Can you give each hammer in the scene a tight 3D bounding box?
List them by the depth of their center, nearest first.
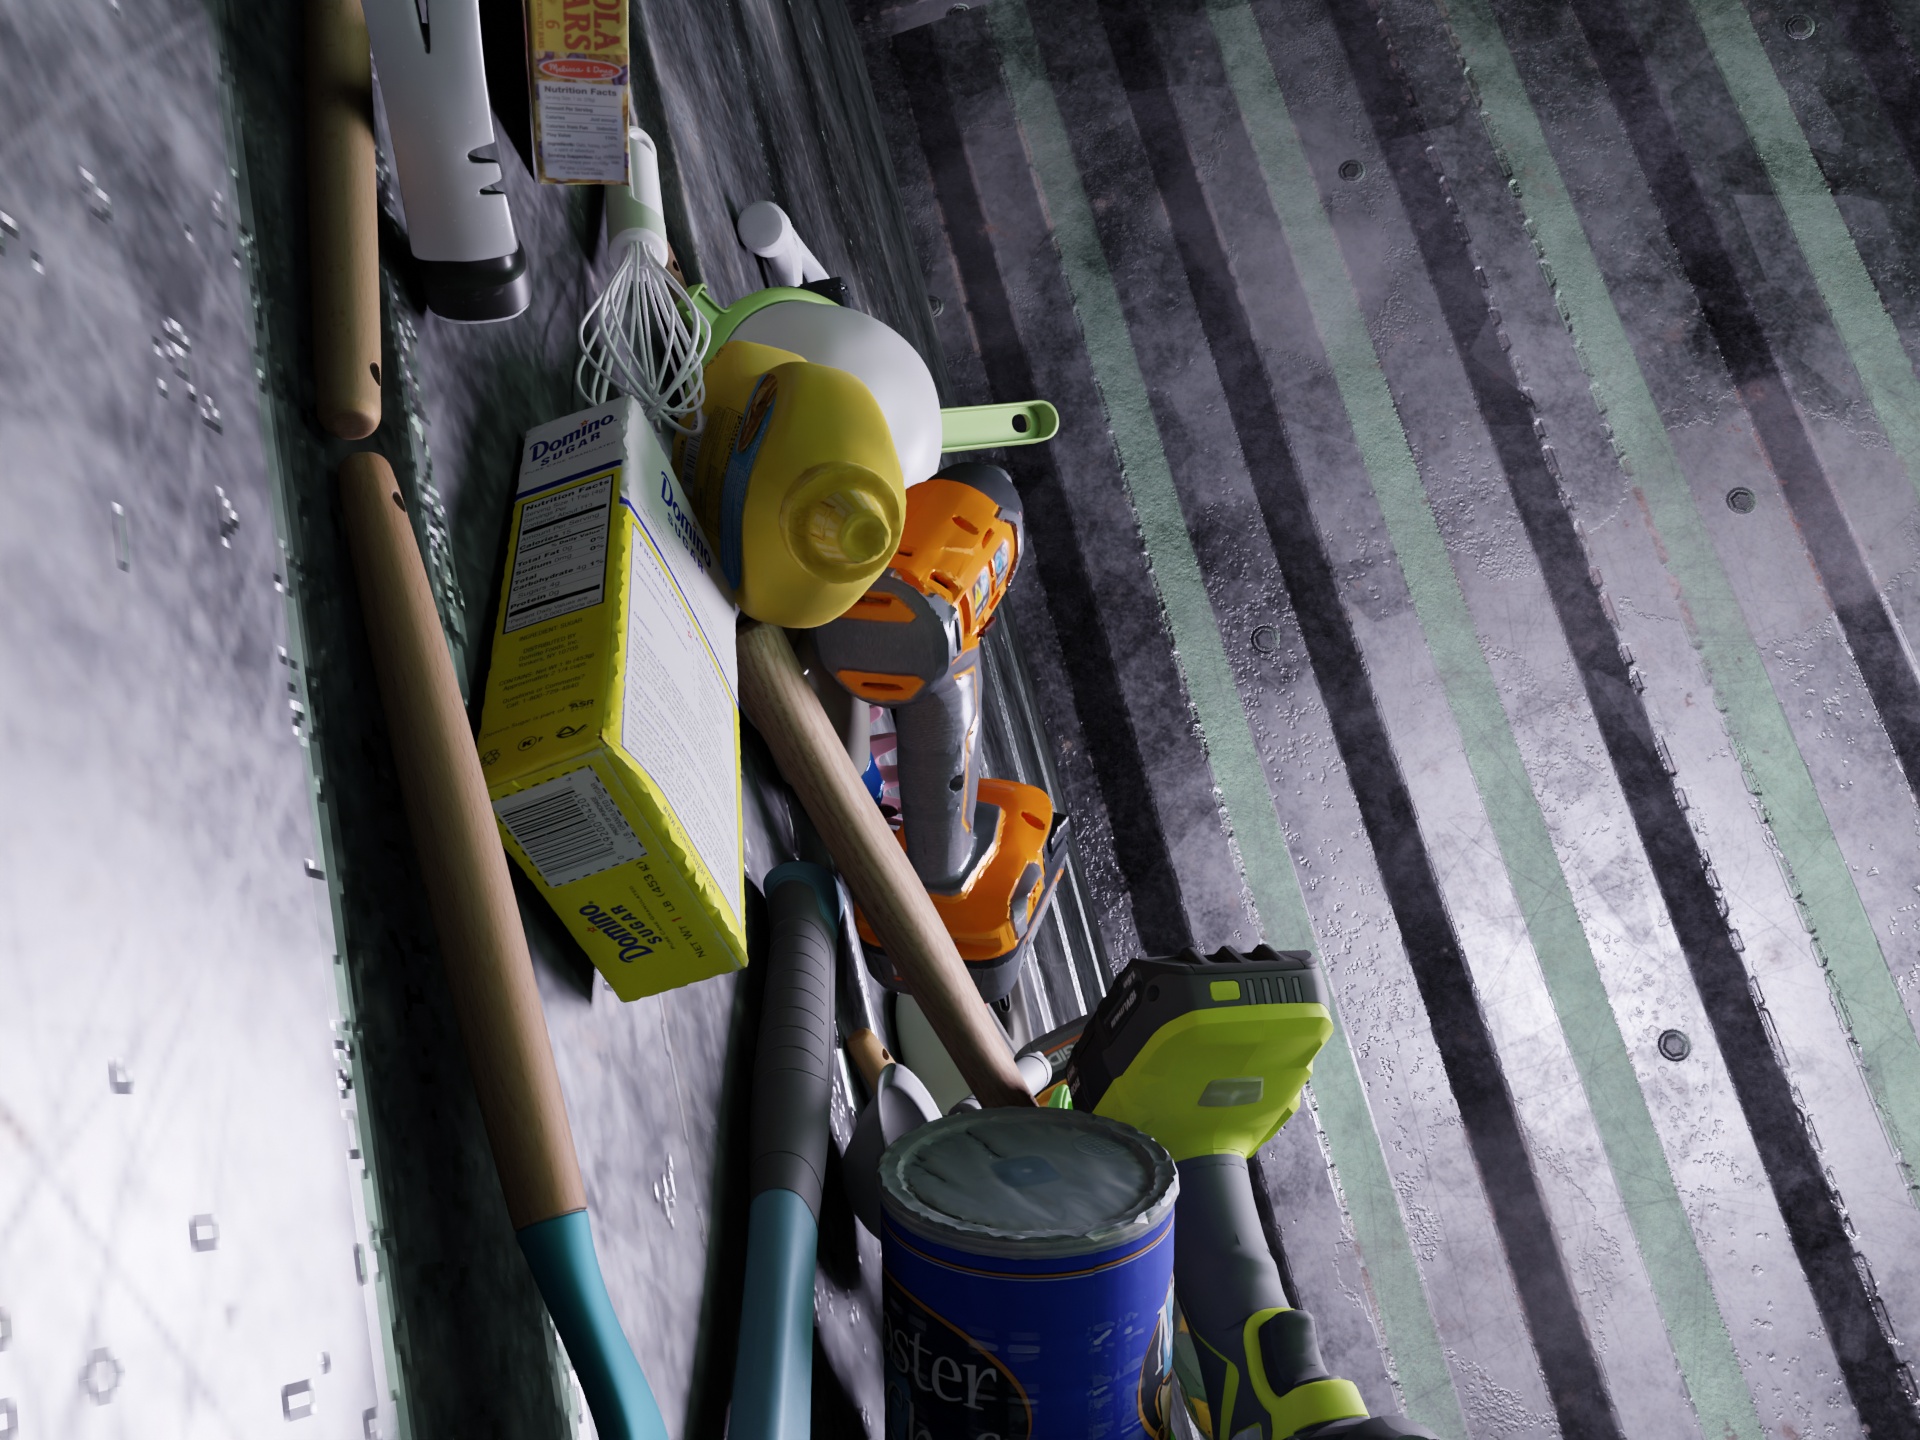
[{"bbox_3d":[-0.057,0.150,0.515,0.331,0.033,0.128,-95,166,-60],"label":"hammer"},{"bbox_3d":[-0.169,-0.282,0.527,0.127,0.034,0.337,96,-16,-49],"label":"hammer"},{"bbox_3d":[-0.010,0.106,0.648,0.331,0.031,0.130,61,13,-11],"label":"hammer"},{"bbox_3d":[-0.001,0.152,0.975,0.358,0.036,0.149,65,11,-56],"label":"hammer"},{"bbox_3d":[-0.072,-0.155,1.129,0.144,0.035,0.405,-39,113,-83],"label":"hammer"}]

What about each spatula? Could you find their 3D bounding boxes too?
[{"bbox_3d":[-0.104,0.084,0.337,0.082,0.044,0.318,52,18,-72],"label":"spatula"}]

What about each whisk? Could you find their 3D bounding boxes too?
[{"bbox_3d":[-0.134,-0.191,0.663,0.057,0.059,0.247,33,28,-36],"label":"whisk"}]

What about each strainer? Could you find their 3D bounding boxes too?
[{"bbox_3d":[0.000,0.182,0.704,0.087,0.050,0.258,70,19,6],"label":"strainer"},{"bbox_3d":[-0.019,-0.148,0.801,0.256,0.069,0.151,-16,98,-45],"label":"strainer"}]

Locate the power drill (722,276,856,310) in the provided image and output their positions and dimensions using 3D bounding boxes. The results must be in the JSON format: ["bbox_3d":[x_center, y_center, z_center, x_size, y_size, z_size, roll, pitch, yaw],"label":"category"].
[{"bbox_3d":[-0.072,-0.139,0.937,0.219,0.078,0.143,71,7,-48],"label":"power drill"}]

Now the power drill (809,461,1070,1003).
[{"bbox_3d":[-0.001,-0.002,0.734,0.164,0.084,0.226,-60,150,-52],"label":"power drill"}]

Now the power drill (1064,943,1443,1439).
[{"bbox_3d":[0.109,0.201,0.570,0.171,0.080,0.223,109,-25,-51],"label":"power drill"}]

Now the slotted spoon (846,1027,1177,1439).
[{"bbox_3d":[0.028,0.268,0.765,0.313,0.031,0.070,60,19,-19],"label":"slotted spoon"}]

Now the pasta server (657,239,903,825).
[{"bbox_3d":[-0.090,-0.087,0.802,0.060,0.040,0.316,-60,133,-66],"label":"pasta server"}]

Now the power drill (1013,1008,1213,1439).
[{"bbox_3d":[0.116,0.294,0.882,0.185,0.084,0.226,72,-9,-52],"label":"power drill"}]

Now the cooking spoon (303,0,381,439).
[{"bbox_3d":[-0.176,-0.208,0.448,0.068,0.017,0.319,84,-6,-63],"label":"cooking spoon"}]

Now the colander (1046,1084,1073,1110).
[{"bbox_3d":[0.087,0.330,0.680,0.204,0.094,0.398,46,31,-39],"label":"colander"}]

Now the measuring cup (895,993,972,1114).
[{"bbox_3d":[-0.001,0.189,0.883,0.167,0.038,0.083,65,11,-64],"label":"measuring cup"}]
